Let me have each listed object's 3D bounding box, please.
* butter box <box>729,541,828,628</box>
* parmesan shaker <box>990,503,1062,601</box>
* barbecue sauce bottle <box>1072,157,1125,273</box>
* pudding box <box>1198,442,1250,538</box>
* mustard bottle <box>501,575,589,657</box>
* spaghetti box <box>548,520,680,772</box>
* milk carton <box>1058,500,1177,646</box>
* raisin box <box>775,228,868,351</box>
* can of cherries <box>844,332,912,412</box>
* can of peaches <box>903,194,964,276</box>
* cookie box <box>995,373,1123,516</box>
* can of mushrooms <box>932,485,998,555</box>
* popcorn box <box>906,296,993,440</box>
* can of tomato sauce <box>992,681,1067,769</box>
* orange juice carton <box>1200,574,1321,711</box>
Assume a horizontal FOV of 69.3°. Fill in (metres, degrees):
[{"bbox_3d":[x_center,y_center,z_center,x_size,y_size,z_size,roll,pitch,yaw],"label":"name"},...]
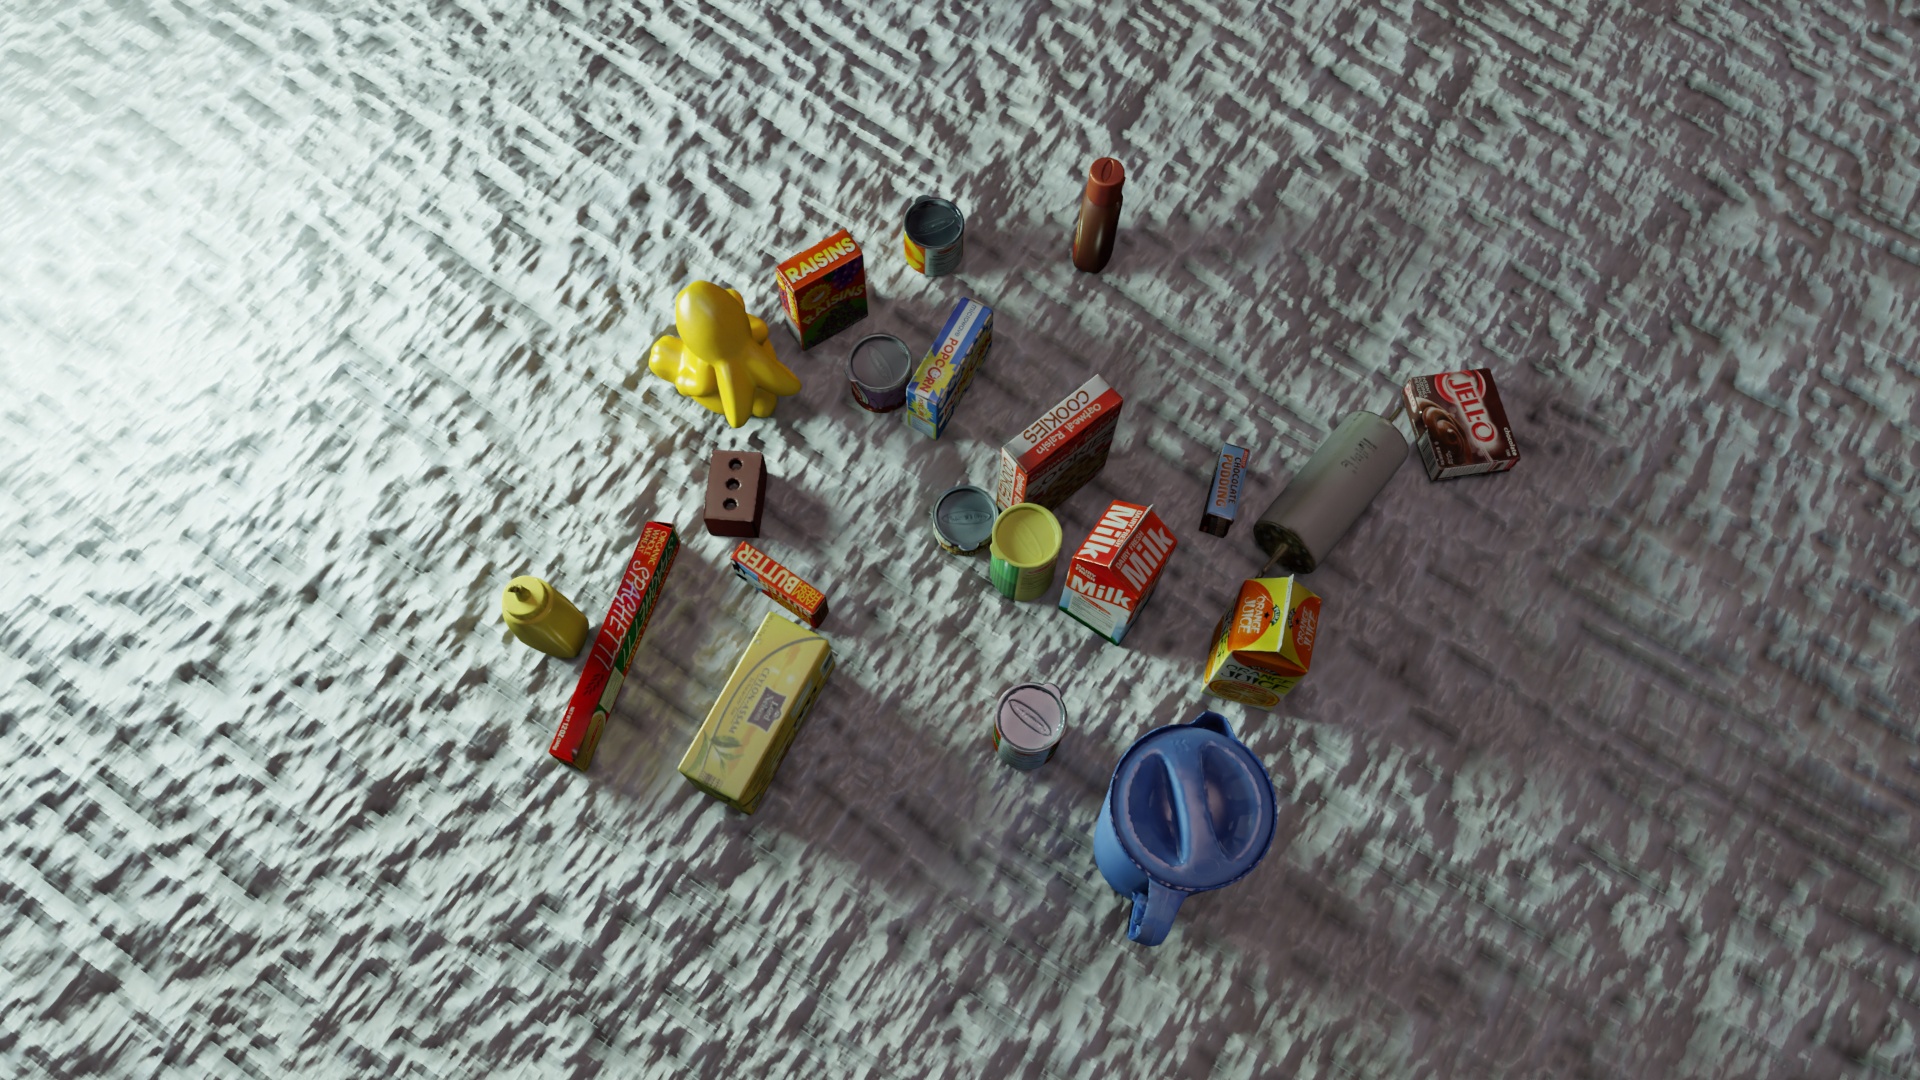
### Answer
[{"bbox_3d":[-0.178,0.044,1.370,0.103,0.053,0.024,33,72,11],"label":"butter box"},{"bbox_3d":[0.060,0.014,1.360,0.071,0.102,0.071,0,69,-1],"label":"parmesan shaker"},{"bbox_3d":[0.149,-0.349,1.481,0.044,0.148,0.065,16,70,5],"label":"barbecue sauce bottle"},{"bbox_3d":[0.270,-0.051,1.419,0.030,0.049,0.084,16,69,5],"label":"pudding box"},{"bbox_3d":[-0.394,0.067,1.298,0.065,0.159,0.049,14,69,4],"label":"mustard bottle"},{"bbox_3d":[-0.332,0.099,1.346,0.029,0.050,0.251,16,69,5],"label":"spaghetti box"},{"bbox_3d":[0.149,0.027,1.310,0.073,0.190,0.072,33,72,11],"label":"milk carton"},{"bbox_3d":[-0.143,-0.261,1.453,0.086,0.123,0.040,-31,73,-12],"label":"raisin box"},{"bbox_3d":[-0.086,-0.174,1.455,0.071,0.058,0.072,0,69,-1],"label":"can of cherries"},{"bbox_3d":[-0.030,-0.333,1.519,0.071,0.058,0.071,0,69,-1],"label":"can of peaches"},{"bbox_3d":[0.095,-0.079,1.363,0.123,0.166,0.040,-39,74,-14],"label":"cookie box"},{"bbox_3d":[0.005,-0.018,1.409,0.071,0.033,0.071,0,69,-1],"label":"can of mushrooms"},{"bbox_3d":[-0.010,-0.179,1.444,0.038,0.085,0.127,26,70,9],"label":"popcorn box"},{"bbox_3d":[0.065,0.174,1.308,0.071,0.082,0.071,0,69,-1],"label":"can of tomato sauce"},{"bbox_3d":[0.280,0.094,1.286,0.073,0.192,0.072,15,69,5],"label":"orange juice carton"}]
